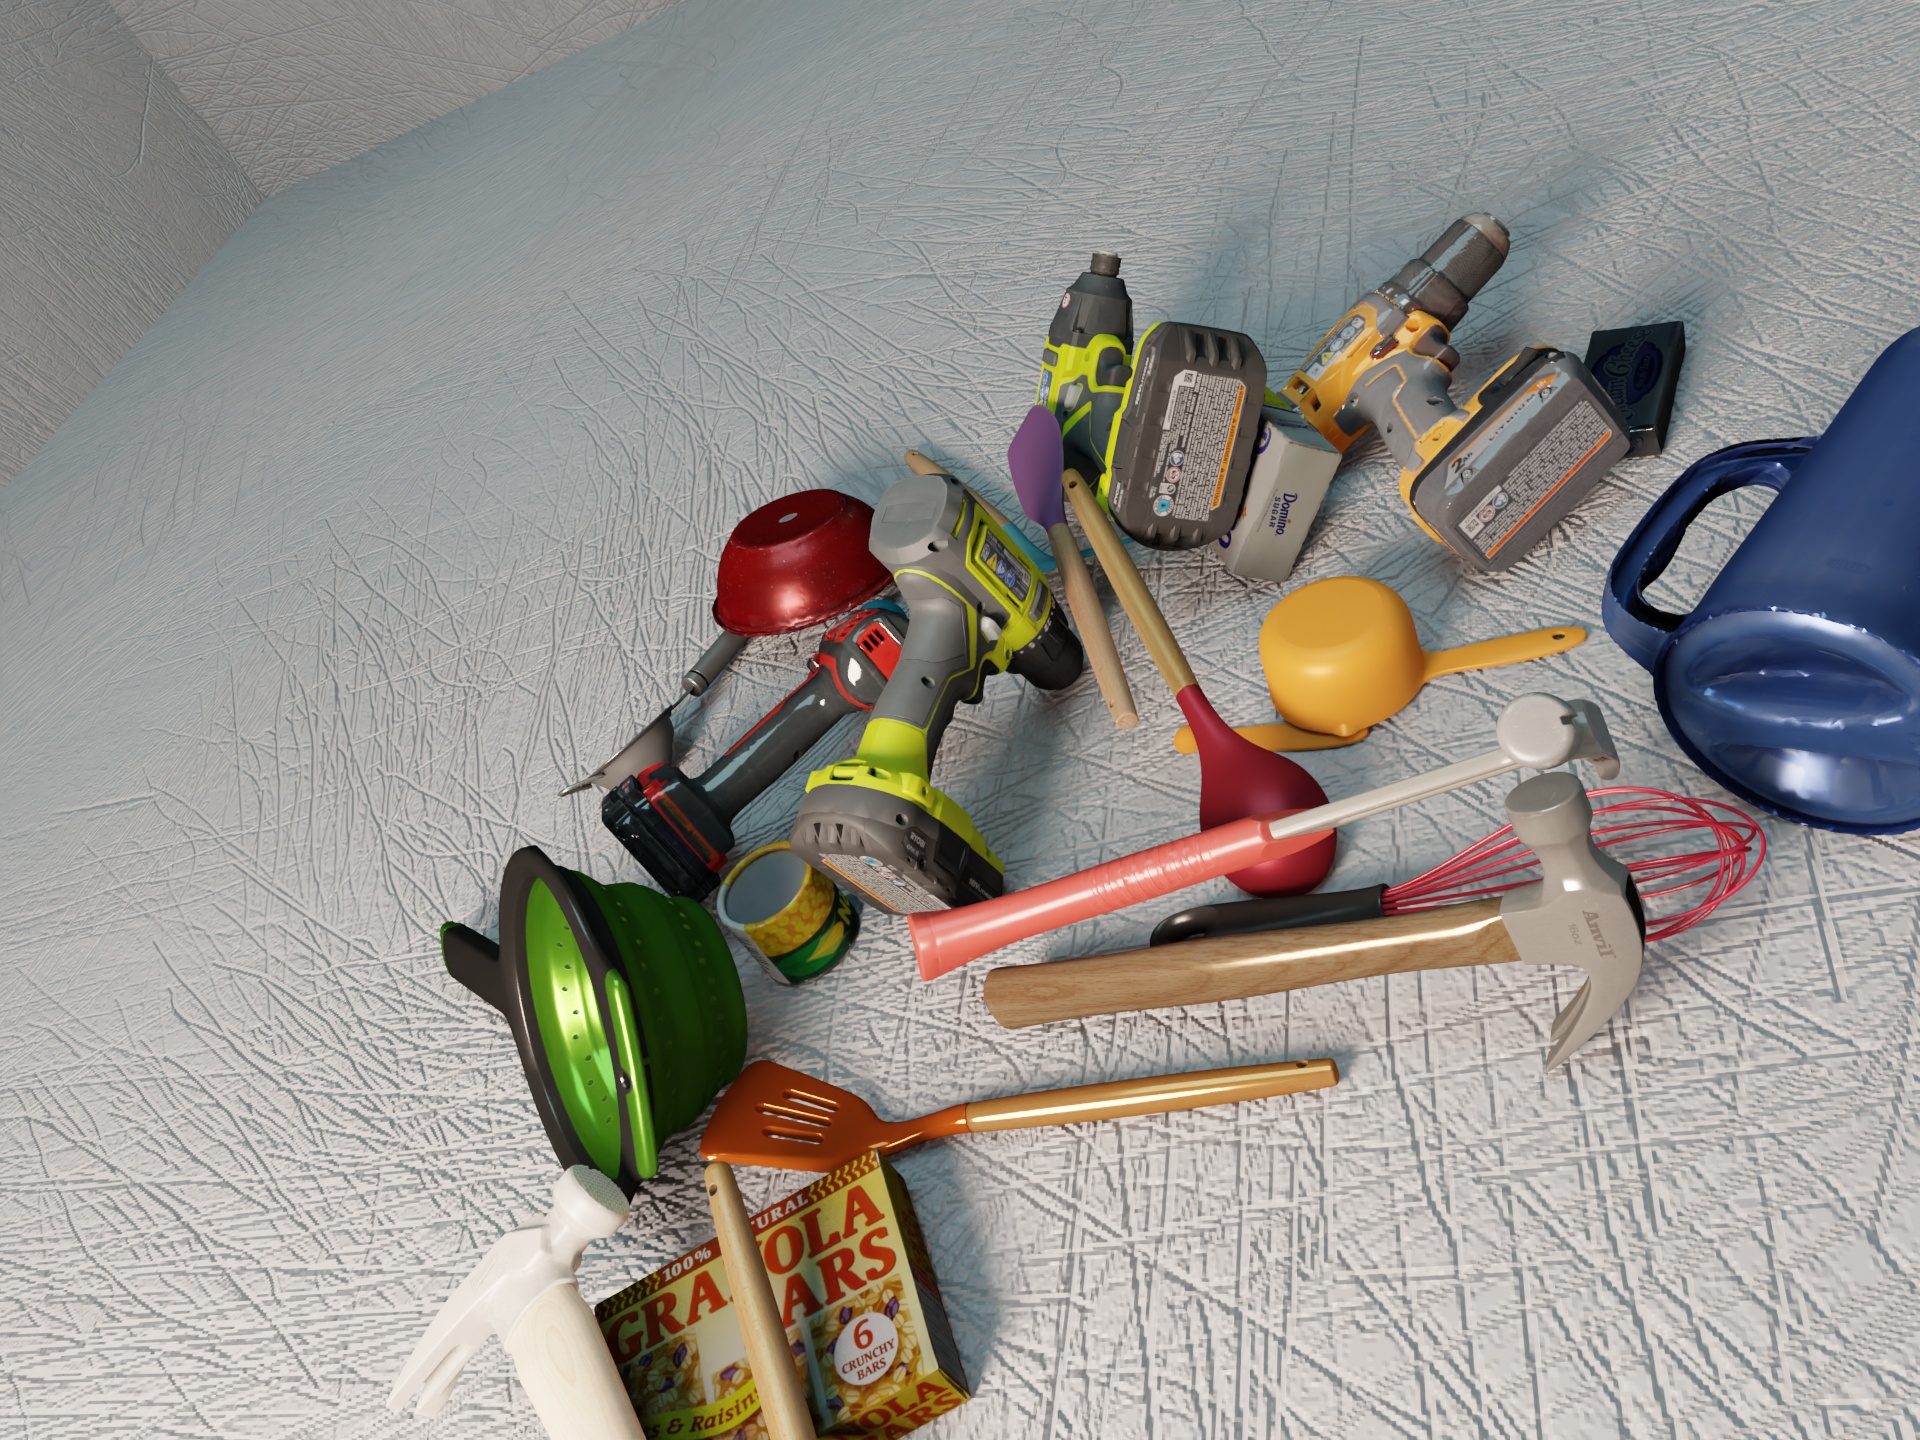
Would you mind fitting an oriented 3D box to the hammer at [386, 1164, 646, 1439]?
[{"bbox_3d":[-0.122,0.367,0.647,0.146,0.038,0.411,-50,44,-1],"label":"hammer"}]

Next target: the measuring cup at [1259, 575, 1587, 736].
[{"bbox_3d":[0.250,-0.048,0.876,0.173,0.052,0.095,-10,39,23],"label":"measuring cup"}]

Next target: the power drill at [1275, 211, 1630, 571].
[{"bbox_3d":[0.303,-0.209,0.965,0.185,0.084,0.226,-47,34,12],"label":"power drill"}]

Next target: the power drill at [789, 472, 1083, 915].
[{"bbox_3d":[-0.001,-0.003,0.926,0.080,0.190,0.229,0,63,35],"label":"power drill"}]

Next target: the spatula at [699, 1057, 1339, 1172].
[{"bbox_3d":[0.024,0.188,0.791,0.322,0.041,0.081,-13,21,22],"label":"spatula"}]

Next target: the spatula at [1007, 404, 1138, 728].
[{"bbox_3d":[0.068,-0.105,0.994,0.059,0.018,0.316,-58,29,33],"label":"spatula"}]

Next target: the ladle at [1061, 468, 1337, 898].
[{"bbox_3d":[0.120,-0.035,0.898,0.069,0.031,0.316,-34,54,14],"label":"ladle"}]

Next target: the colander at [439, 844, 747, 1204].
[{"bbox_3d":[-0.223,0.157,0.956,0.094,0.204,0.397,-12,9,-30],"label":"colander"}]

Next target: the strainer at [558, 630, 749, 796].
[{"bbox_3d":[-0.199,-0.021,1.177,0.087,0.050,0.258,-33,18,54],"label":"strainer"}]

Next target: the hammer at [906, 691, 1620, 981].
[{"bbox_3d":[0.132,0.063,0.775,0.359,0.149,0.037,-21,75,26],"label":"hammer"}]

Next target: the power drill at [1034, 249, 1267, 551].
[{"bbox_3d":[0.109,-0.211,1.041,0.080,0.171,0.223,4,20,-20],"label":"power drill"}]

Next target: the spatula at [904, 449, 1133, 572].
[{"bbox_3d":[0.024,-0.157,1.164,0.082,0.044,0.318,-21,33,-16],"label":"spatula"}]

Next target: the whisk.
[{"bbox_3d":[0.222,0.085,0.755,0.296,0.073,0.073,-15,41,32],"label":"whisk"}]

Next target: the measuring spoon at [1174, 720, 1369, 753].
[{"bbox_3d":[0.174,0.007,0.905,0.117,0.011,0.021,-3,47,32],"label":"measuring spoon"}]

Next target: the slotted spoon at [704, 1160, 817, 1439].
[{"bbox_3d":[-0.062,0.323,0.665,0.070,0.031,0.314,-42,49,17],"label":"slotted spoon"}]

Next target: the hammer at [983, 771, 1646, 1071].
[{"bbox_3d":[0.148,0.114,0.743,0.331,0.130,0.031,-16,23,38],"label":"hammer"}]

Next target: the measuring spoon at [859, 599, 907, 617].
[{"bbox_3d":[-0.030,-0.070,1.123,0.129,0.021,0.042,6,52,42],"label":"measuring spoon"}]

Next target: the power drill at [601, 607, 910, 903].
[{"bbox_3d":[-0.122,0.010,1.035,0.227,0.080,0.188,-42,11,-7],"label":"power drill"}]
